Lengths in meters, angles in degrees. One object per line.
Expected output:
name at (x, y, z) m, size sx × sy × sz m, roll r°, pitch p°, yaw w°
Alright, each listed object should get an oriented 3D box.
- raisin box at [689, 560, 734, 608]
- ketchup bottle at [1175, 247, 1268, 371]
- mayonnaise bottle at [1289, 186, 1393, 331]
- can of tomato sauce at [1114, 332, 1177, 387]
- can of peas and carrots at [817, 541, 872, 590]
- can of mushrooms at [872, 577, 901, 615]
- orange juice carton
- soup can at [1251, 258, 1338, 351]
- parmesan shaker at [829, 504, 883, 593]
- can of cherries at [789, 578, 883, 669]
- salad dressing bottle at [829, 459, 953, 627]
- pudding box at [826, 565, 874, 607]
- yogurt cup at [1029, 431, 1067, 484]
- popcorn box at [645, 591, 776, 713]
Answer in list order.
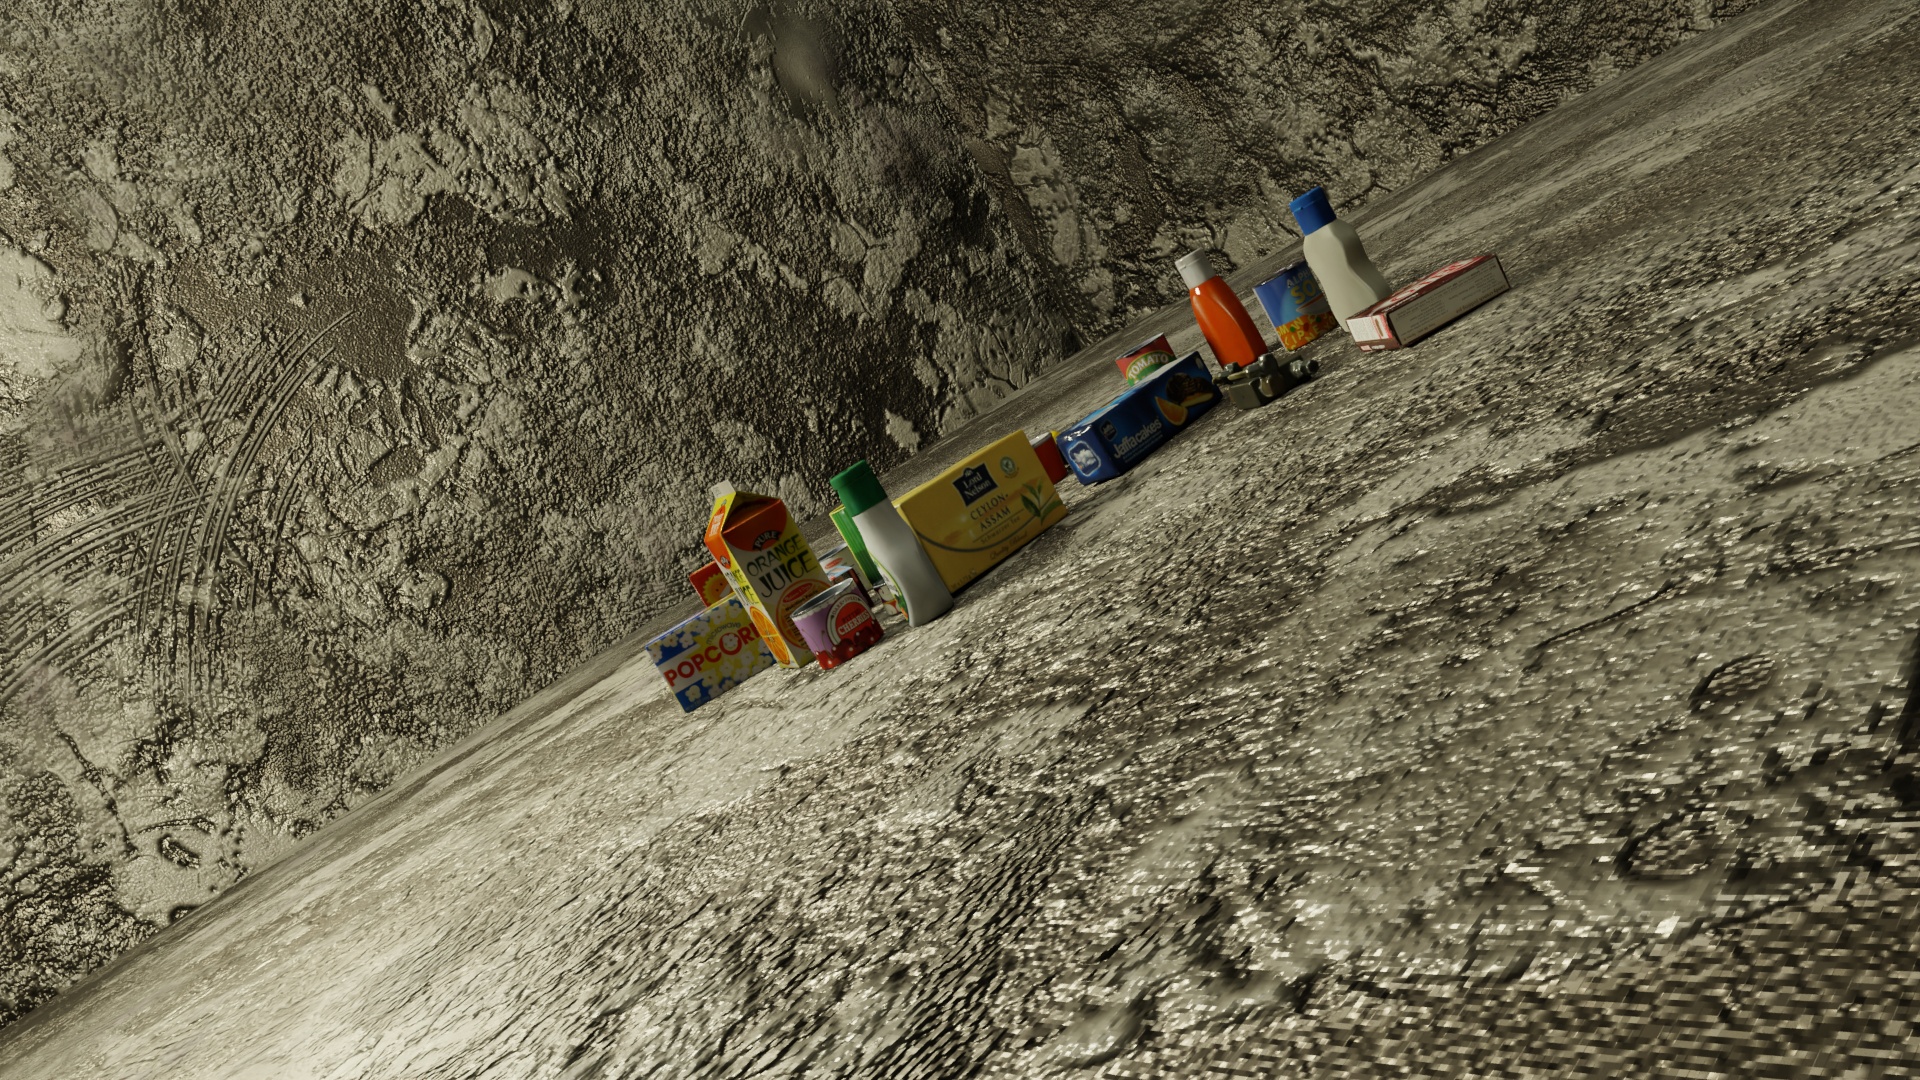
raisin box at (-0.225, 0.069, 1.507) m, size 0.086 × 0.123 × 0.040 m, roll -30°, pitch 6°, yaw 0°
ketchup bottle at (0.306, -0.275, 1.655) m, size 0.044 × 0.148 × 0.064 m, roll -34°, pitch 8°, yaw -31°
mayonnaise bottle at (0.388, -0.290, 1.426) m, size 0.041 × 0.148 × 0.064 m, roll -34°, pitch 7°, yaw -29°
can of tomato sauce at (0.235, -0.198, 1.674) m, size 0.071 × 0.083 × 0.071 m, roll -30°, pitch 7°, yaw 4°
can of peas and carrots at (-0.135, 0.037, 1.623) m, size 0.071 × 0.058 × 0.071 m, roll -30°, pitch 7°, yaw 4°
can of mushrooms at (-0.050, 0.043, 1.341) m, size 0.071 × 0.033 × 0.071 m, roll -30°, pitch 7°, yaw 4°
orange juice carton at (-0.187, 0.026, 1.365) m, size 0.073 × 0.192 × 0.071 m, roll -33°, pitch 7°, yaw -22°
soup can at (0.378, -0.265, 1.558) m, size 0.071 × 0.083 × 0.071 m, roll -30°, pitch 7°, yaw 4°
parmesan shaker at (-0.089, -0.002, 1.534) m, size 0.071 × 0.103 × 0.071 m, roll -30°, pitch 7°, yaw 4°
can of cherries at (-0.110, 0.075, 1.253) m, size 0.071 × 0.058 × 0.071 m, roll -30°, pitch 7°, yaw 4°
salad dressing bottle at (-0.060, 0.002, 1.199) m, size 0.044 × 0.147 × 0.064 m, roll -31°, pitch 7°, yaw -4°
pudding box at (-0.123, 0.055, 1.488) m, size 0.030 × 0.049 × 0.083 m, roll -32°, pitch 7°, yaw -13°
yogurt cup at (0.088, -0.087, 1.608) m, size 0.072 × 0.054 × 0.072 m, roll -30°, pitch 7°, yaw 4°
popcorn box at (-0.257, 0.114, 1.470) m, size 0.127 × 0.085 × 0.038 m, roll -30°, pitch 7°, yaw 2°
